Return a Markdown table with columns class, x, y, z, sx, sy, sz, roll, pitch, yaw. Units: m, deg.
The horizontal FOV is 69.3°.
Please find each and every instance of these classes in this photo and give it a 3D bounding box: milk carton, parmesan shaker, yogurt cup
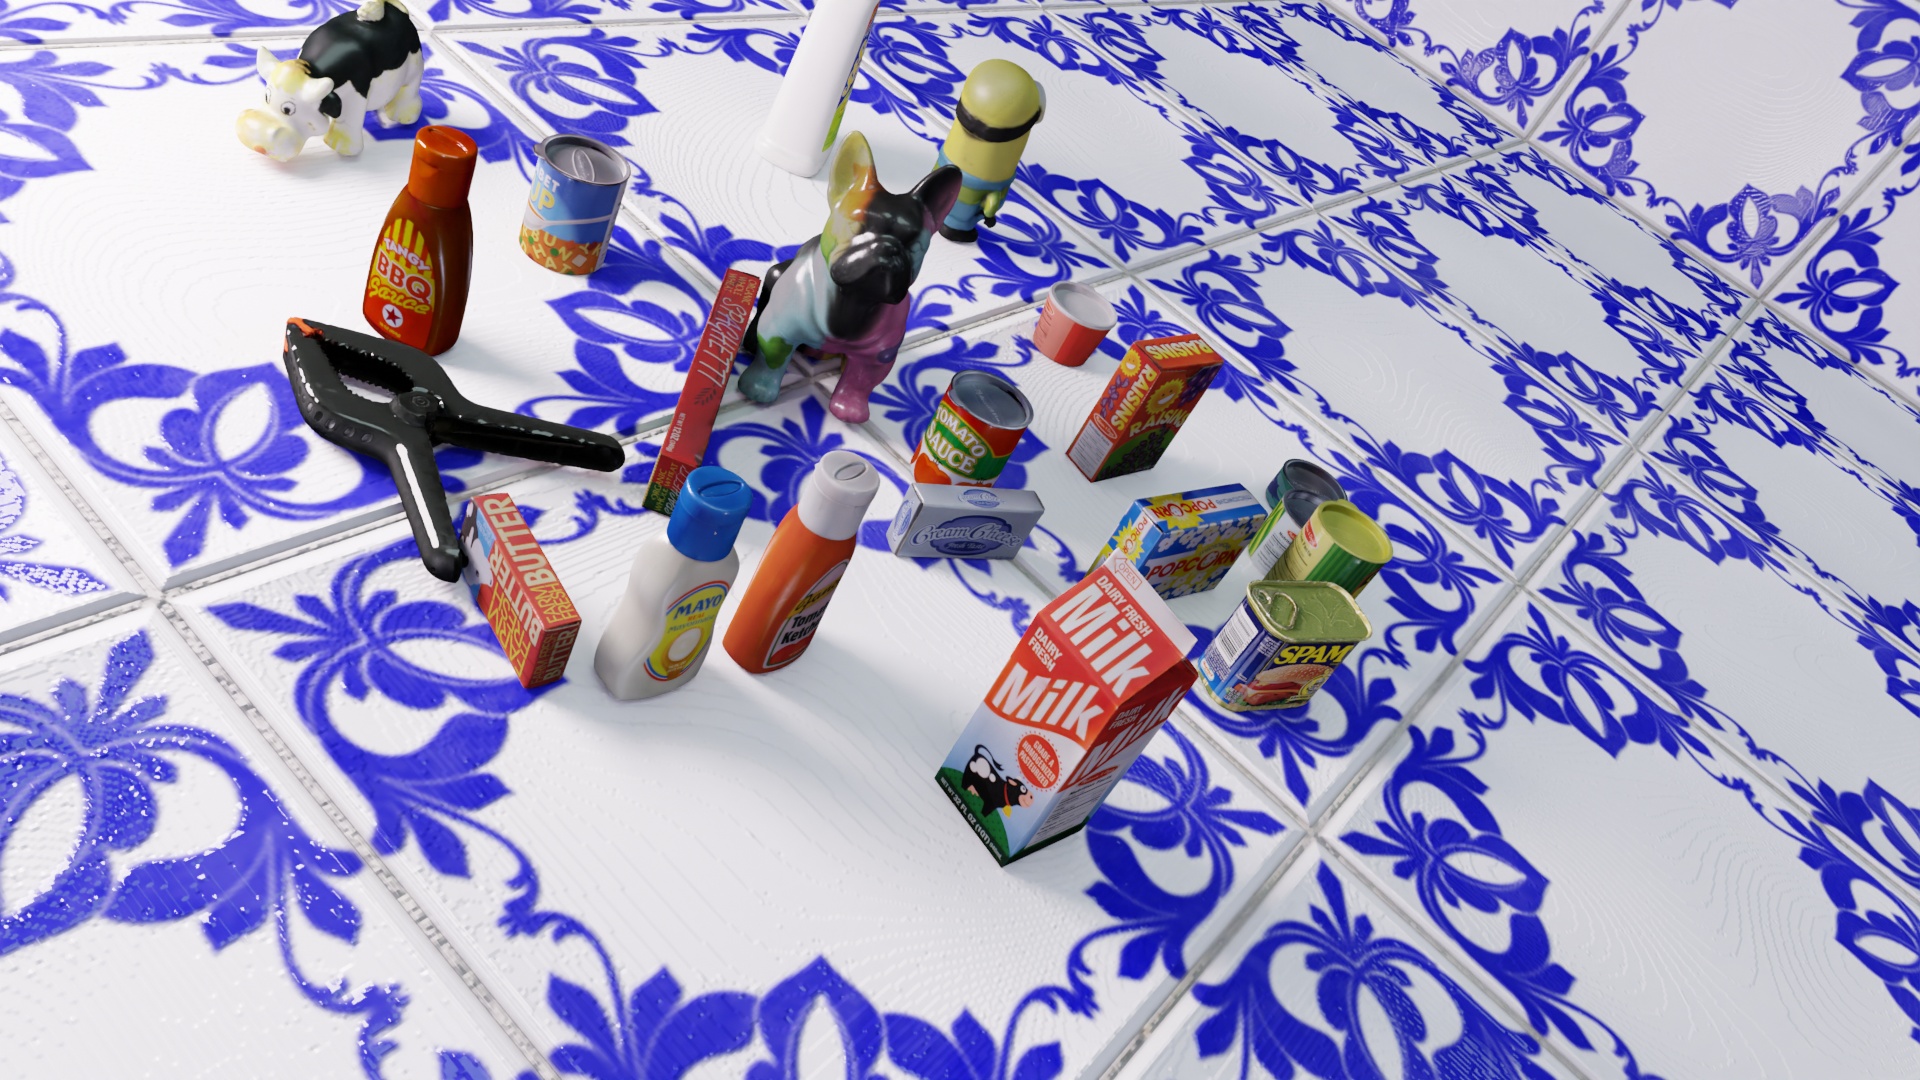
| class | x | y | z | sx | sy | sz | roll | pitch | yaw |
| --- | --- | --- | --- | --- | --- | --- | --- | --- | --- |
| milk carton | 0.066 | 0.094 | 0.788 | 0.074 | 0.189 | 0.072 | -13 | 54 | -43 |
| parmesan shaker | 0.279 | 0.027 | 1.082 | 0.071 | 0.102 | 0.072 | 18 | 38 | -15 |
| yogurt cup | 0.101 | -0.195 | 1.266 | 0.072 | 0.053 | 0.073 | 18 | 38 | -15 |

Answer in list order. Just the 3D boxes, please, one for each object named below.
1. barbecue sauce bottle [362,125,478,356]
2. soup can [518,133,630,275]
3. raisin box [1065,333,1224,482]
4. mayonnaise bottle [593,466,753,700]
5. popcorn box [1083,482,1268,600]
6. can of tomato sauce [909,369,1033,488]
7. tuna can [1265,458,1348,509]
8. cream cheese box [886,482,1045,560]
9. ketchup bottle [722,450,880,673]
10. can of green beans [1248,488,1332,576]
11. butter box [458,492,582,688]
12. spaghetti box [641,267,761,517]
| class | x | y | z | sx | sy | sz | roll | pitch | yaw |
| --- | --- | --- | --- | --- | --- | --- | --- | --- | --- |
| barbecue sauce bottle | -0.340 | -0.192 | 0.888 | 0.065 | 0.147 | 0.044 | 33 | 36 | 5 |
| soup can | -0.294 | -0.253 | 1.044 | 0.071 | 0.083 | 0.072 | 18 | 38 | -15 |
| raisin box | 0.151 | -0.109 | 1.139 | 0.086 | 0.122 | 0.040 | -13 | 54 | -43 |
| mayonnaise bottle | -0.153 | 0.025 | 0.759 | 0.065 | 0.147 | 0.041 | -17 | 56 | -45 |
| popcorn box | 0.163 | 0.004 | 1.046 | 0.127 | 0.084 | 0.038 | -9 | 51 | -41 |
| can of tomato sauce | 0.006 | -0.075 | 1.036 | 0.071 | 0.082 | 0.071 | 18 | 38 | -15 |
| tuna can | 0.308 | -0.038 | 1.236 | 0.071 | 0.032 | 0.071 | 18 | 38 | -15 |
| cream cheese box | 0.004 | -0.012 | 0.986 | 0.104 | 0.053 | 0.024 | 3 | 44 | -32 |
| ketchup bottle | -0.091 | 0.012 | 0.814 | 0.043 | 0.148 | 0.065 | 41 | 38 | 14 |
| can of green beans | 0.282 | 0.000 | 1.153 | 0.071 | 0.057 | 0.071 | 18 | 38 | -15 |
| butter box | -0.247 | 0.027 | 0.773 | 0.024 | 0.052 | 0.104 | -11 | 52 | -42 |
| spaghetti box | -0.180 | -0.112 | 0.983 | 0.029 | 0.050 | 0.251 | 20 | 38 | -13 |
